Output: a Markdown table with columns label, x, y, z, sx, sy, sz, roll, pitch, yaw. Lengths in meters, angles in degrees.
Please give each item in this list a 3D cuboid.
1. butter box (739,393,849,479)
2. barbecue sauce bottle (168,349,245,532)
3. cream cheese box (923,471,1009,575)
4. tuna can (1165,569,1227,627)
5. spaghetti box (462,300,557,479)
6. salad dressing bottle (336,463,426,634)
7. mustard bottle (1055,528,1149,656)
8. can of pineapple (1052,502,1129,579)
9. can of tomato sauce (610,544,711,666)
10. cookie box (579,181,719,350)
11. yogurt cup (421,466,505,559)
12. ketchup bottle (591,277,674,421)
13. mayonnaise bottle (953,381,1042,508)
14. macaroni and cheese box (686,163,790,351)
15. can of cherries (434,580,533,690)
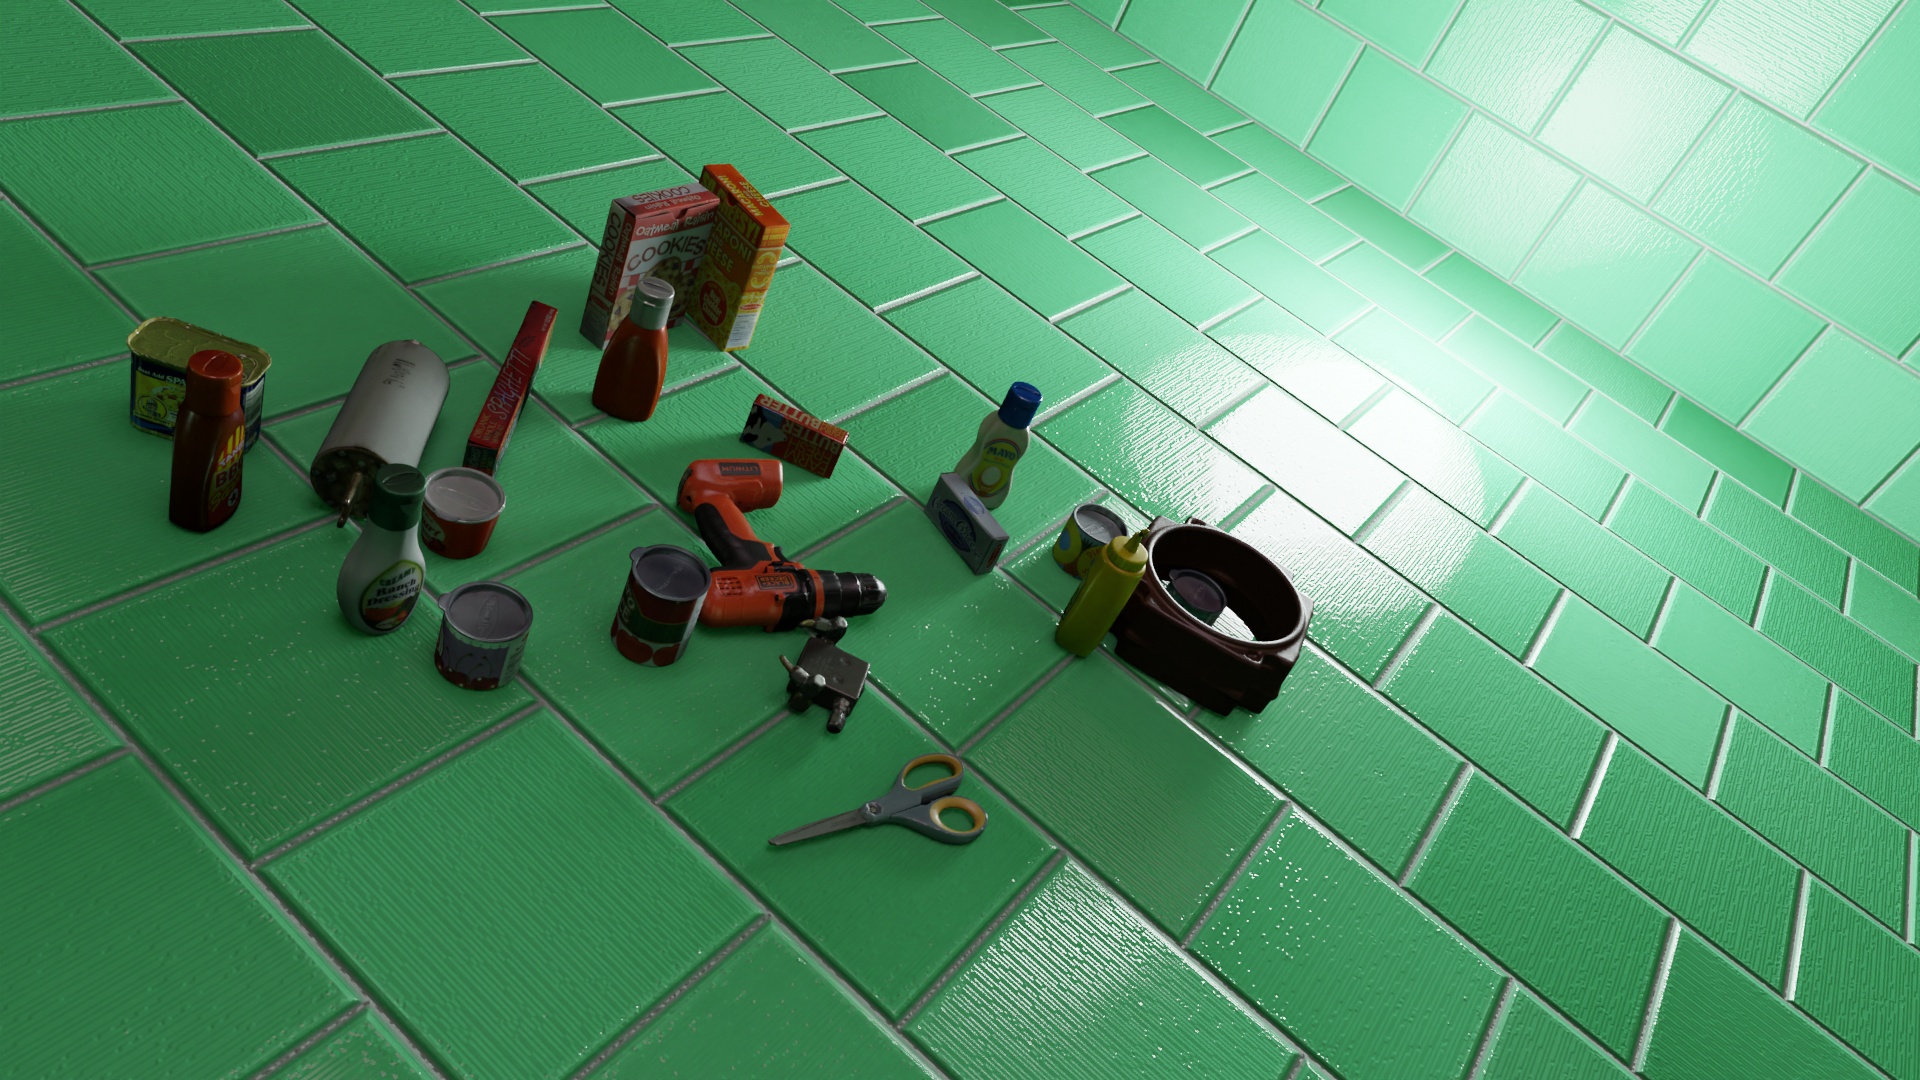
| label | x | y | z | sx | sy | sz | roll | pitch | yaw |
| --- | --- | --- | --- | --- | --- | --- | --- | --- | --- |
| butter box | -0.172 | -0.108 | 1.443 | 0.103 | 0.052 | 0.024 | 24 | 36 | -4 |
| barbecue sauce bottle | -0.581 | -0.079 | 1.074 | 0.044 | 0.147 | 0.065 | 21 | 36 | -8 |
| cream cheese box | 0.005 | -0.018 | 1.442 | 0.024 | 0.053 | 0.104 | -10 | 50 | -40 |
| tuna can | 0.251 | 0.064 | 1.511 | 0.071 | 0.032 | 0.071 | 17 | 37 | -13 |
| spaghetti box | -0.430 | -0.144 | 1.330 | 0.029 | 0.050 | 0.251 | 17 | 37 | -14 |
| salad dressing bottle | -0.437 | 0.007 | 1.058 | 0.044 | 0.146 | 0.064 | 44 | 39 | 22 |
| mustard bottle | 0.145 | 0.043 | 1.364 | 0.049 | 0.159 | 0.066 | 29 | 36 | 2 |
| can of pineapple | 0.140 | 0.003 | 1.496 | 0.071 | 0.057 | 0.071 | 17 | 37 | -13 |
| can of tomato sauce | -0.254 | 0.055 | 1.167 | 0.071 | 0.082 | 0.071 | 17 | 37 | -13 |
| cookie box | -0.329 | -0.292 | 1.474 | 0.040 | 0.166 | 0.123 | 39 | 38 | 16 |
| yogurt cup | -0.426 | -0.021 | 1.179 | 0.072 | 0.053 | 0.073 | 17 | 37 | -13 |
| ketchup bottle | -0.318 | -0.188 | 1.371 | 0.065 | 0.148 | 0.044 | 19 | 37 | -11 |
| mayonnaise bottle | 0.042 | -0.102 | 1.488 | 0.065 | 0.147 | 0.041 | 16 | 37 | -15 |
| macaroni and cheese box | -0.261 | -0.314 | 1.544 | 0.040 | 0.165 | 0.124 | -16 | 54 | -43 |
| can of cherries | -0.377 | 0.074 | 1.089 | 0.071 | 0.058 | 0.072 | 17 | 37 | -13 |
